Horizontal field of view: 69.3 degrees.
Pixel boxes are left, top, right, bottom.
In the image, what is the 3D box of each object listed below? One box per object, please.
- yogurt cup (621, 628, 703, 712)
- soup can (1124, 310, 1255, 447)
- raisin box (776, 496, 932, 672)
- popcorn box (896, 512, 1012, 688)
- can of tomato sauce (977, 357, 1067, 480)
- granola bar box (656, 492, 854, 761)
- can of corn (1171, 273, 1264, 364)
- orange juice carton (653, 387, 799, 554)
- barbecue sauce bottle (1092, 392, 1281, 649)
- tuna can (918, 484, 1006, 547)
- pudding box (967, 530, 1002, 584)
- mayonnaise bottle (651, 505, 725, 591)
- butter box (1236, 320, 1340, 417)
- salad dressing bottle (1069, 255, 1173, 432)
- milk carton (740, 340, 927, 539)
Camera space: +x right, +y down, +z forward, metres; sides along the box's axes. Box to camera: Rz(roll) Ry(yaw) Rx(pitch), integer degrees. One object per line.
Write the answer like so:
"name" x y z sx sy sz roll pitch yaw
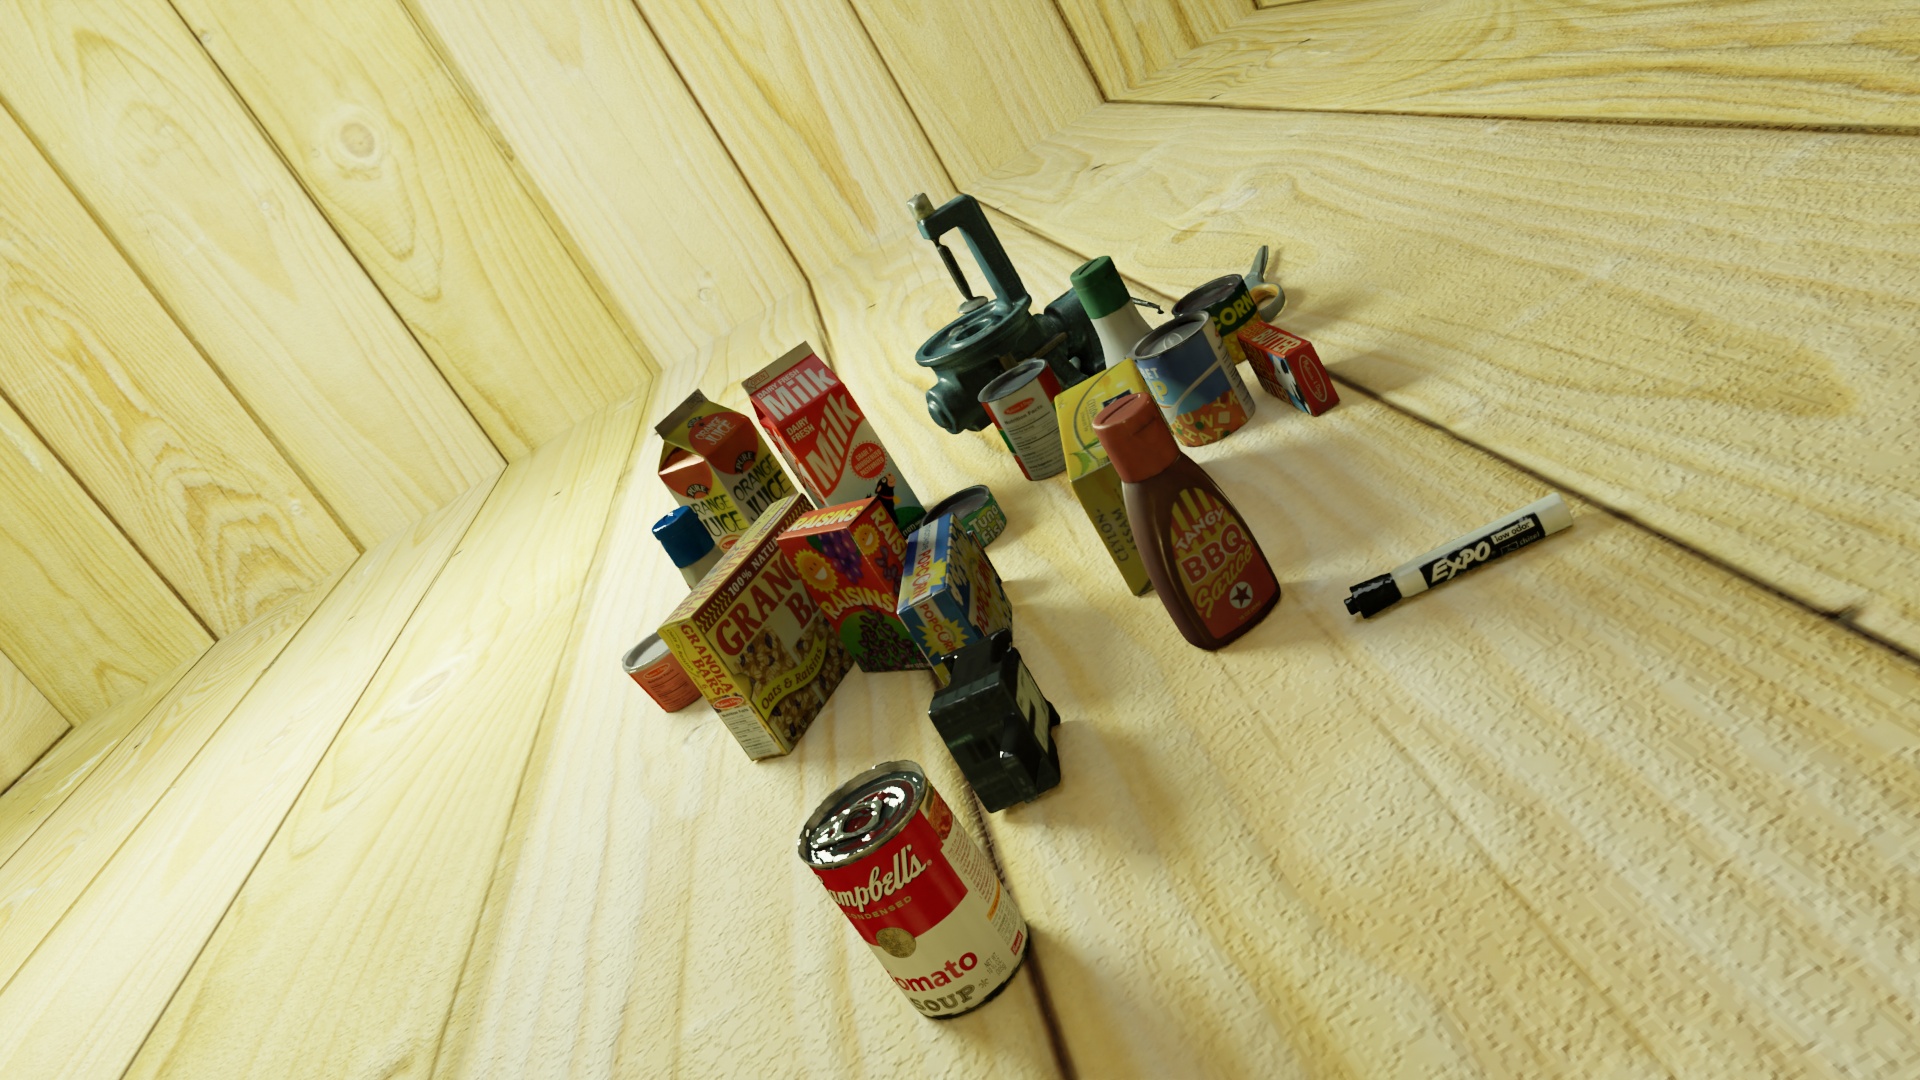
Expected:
"yogurt cup" -0.242 0.107 1.171 0.072 0.054 0.073 -28 20 11
"soup can" 0.176 -0.122 1.064 0.071 0.083 0.071 -28 20 11
"raisin box" -0.064 0.033 0.985 0.086 0.123 0.040 -9 30 47
"popcorn box" -0.001 0.045 0.923 0.038 0.085 0.127 -27 20 13
"can of tomato sauce" 0.064 -0.103 1.183 0.071 0.083 0.071 -28 20 11
"granola bar box" -0.133 0.060 1.020 0.039 0.124 0.166 -18 24 35
"can of corn" 0.223 -0.185 1.183 0.071 0.058 0.071 -28 20 11
"orange juice carton" -0.206 -0.043 1.270 0.073 0.192 0.072 -14 26 40
"barbecue sauce bottle" 0.124 -0.013 0.785 0.065 0.148 0.043 -37 20 -15
"tuna can" 0.004 -0.014 1.133 0.071 0.032 0.071 -28 20 11
"pudding box" -0.018 0.031 1.031 0.083 0.049 0.030 -23 21 23
"mayonnaise bottle" -0.193 0.041 1.118 0.041 0.147 0.065 -38 20 -17
"butter box" 0.241 -0.129 1.030 0.024 0.053 0.104 -31 20 2
"salad dressing bottle" 0.136 -0.154 1.104 0.044 0.147 0.064 -9 30 48
"milk carton" -0.113 -0.078 1.222 0.072 0.190 0.073 -36 20 -12
